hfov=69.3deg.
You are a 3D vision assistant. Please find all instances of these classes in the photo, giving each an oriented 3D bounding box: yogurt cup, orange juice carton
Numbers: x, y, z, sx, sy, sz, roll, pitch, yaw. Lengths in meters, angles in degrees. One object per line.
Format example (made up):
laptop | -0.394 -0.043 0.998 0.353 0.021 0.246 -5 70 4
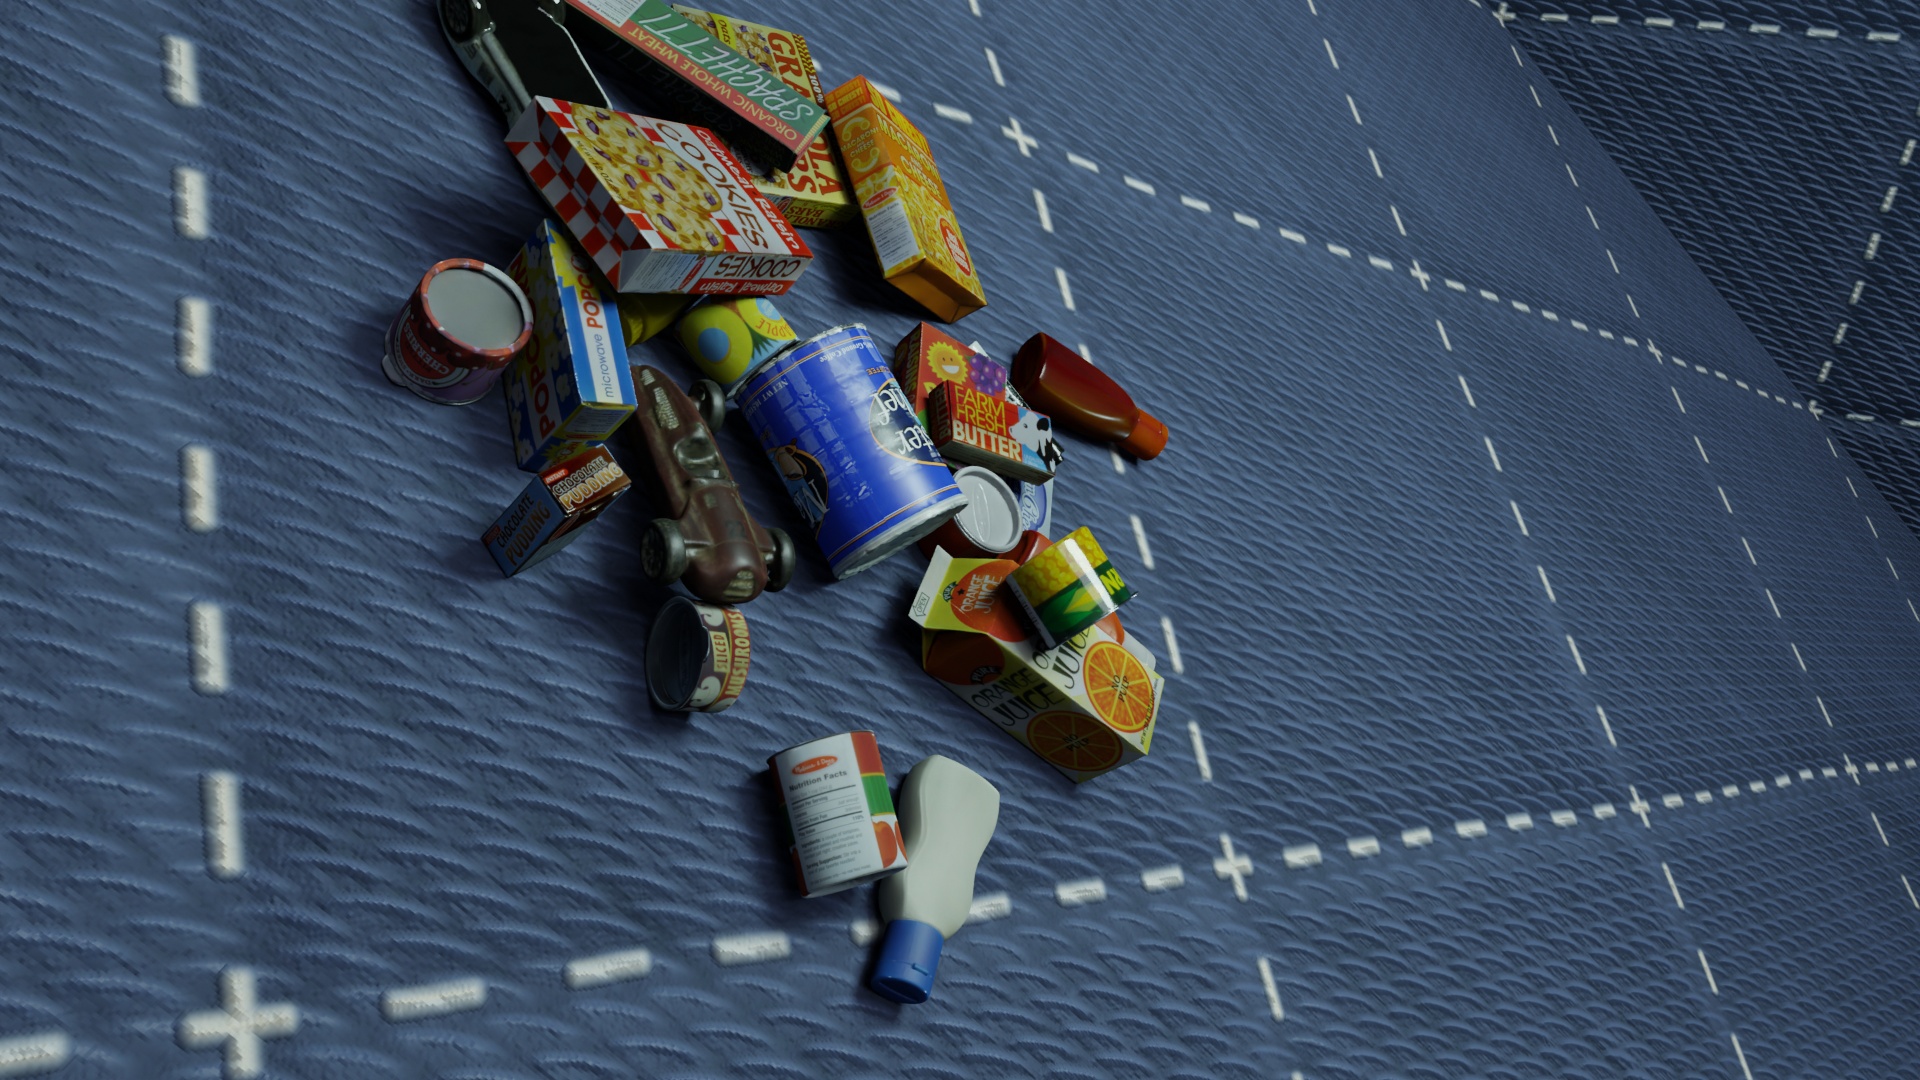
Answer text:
yogurt cup | 0.004 -0.013 1.008 0.072 0.053 0.073 22 52 -32
orange juice carton | 0.046 0.083 0.973 0.192 0.072 0.072 38 45 -18

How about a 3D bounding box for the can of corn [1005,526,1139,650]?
can of corn | 0.074 0.030 0.925 0.071 0.071 0.058 -28 84 -48

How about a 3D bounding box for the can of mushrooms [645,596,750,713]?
can of mushrooms | -0.151 0.067 0.805 0.033 0.070 0.071 11 59 -40

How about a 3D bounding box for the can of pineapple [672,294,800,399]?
can of pineapple | -0.149 -0.138 0.934 0.058 0.070 0.071 52 42 -4

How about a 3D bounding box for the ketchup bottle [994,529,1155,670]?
ketchup bottle | 0.085 0.058 1.040 0.148 0.043 0.065 40 78 -23

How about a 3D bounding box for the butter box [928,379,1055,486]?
butter box | 0.025 -0.079 1.031 0.103 0.024 0.053 16 56 -35

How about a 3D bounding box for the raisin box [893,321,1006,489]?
raisin box | -0.010 -0.095 1.058 0.086 0.040 0.124 25 50 -28

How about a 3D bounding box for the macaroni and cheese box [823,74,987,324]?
macaroni and cheese box | -0.044 -0.267 1.100 0.123 0.040 0.167 21 47 -65

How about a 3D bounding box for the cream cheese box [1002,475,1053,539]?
cream cheese box | 0.044 -0.030 1.077 0.053 0.024 0.104 29 49 -29

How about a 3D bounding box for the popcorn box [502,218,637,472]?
popcorn box | -0.238 -0.115 0.827 0.038 0.085 0.127 2 64 -42

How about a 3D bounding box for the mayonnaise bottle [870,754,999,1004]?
mayonnaise bottle | -0.019 0.209 0.860 0.064 0.041 0.149 35 47 -20

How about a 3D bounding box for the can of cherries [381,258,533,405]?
can of cherries | -0.291 -0.119 0.802 0.071 0.058 0.072 23 51 -32

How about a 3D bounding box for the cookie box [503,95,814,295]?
cookie box | -0.181 -0.211 0.866 0.123 0.040 0.168 51 26 11

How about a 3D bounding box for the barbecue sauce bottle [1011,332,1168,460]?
barbecue sauce bottle | 0.113 -0.116 1.179 0.148 0.043 0.065 28 49 -28

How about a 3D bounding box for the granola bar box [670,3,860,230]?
granola bar box | -0.156 -0.321 1.064 0.124 0.039 0.166 -4 68 -43

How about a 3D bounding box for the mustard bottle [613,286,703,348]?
mustard bottle | -0.207 -0.167 0.914 0.065 0.048 0.161 40 44 -14

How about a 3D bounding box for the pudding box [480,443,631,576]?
pudding box | -0.227 -0.017 0.778 0.030 0.083 0.050 55 43 -1

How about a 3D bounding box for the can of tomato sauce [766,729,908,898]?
can of tomato sauce | -0.072 0.162 0.824 0.071 0.071 0.083 -1 67 -43

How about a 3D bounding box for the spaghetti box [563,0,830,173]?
spaghetti box | -0.212 -0.352 0.994 0.250 0.028 0.050 33 59 -6
